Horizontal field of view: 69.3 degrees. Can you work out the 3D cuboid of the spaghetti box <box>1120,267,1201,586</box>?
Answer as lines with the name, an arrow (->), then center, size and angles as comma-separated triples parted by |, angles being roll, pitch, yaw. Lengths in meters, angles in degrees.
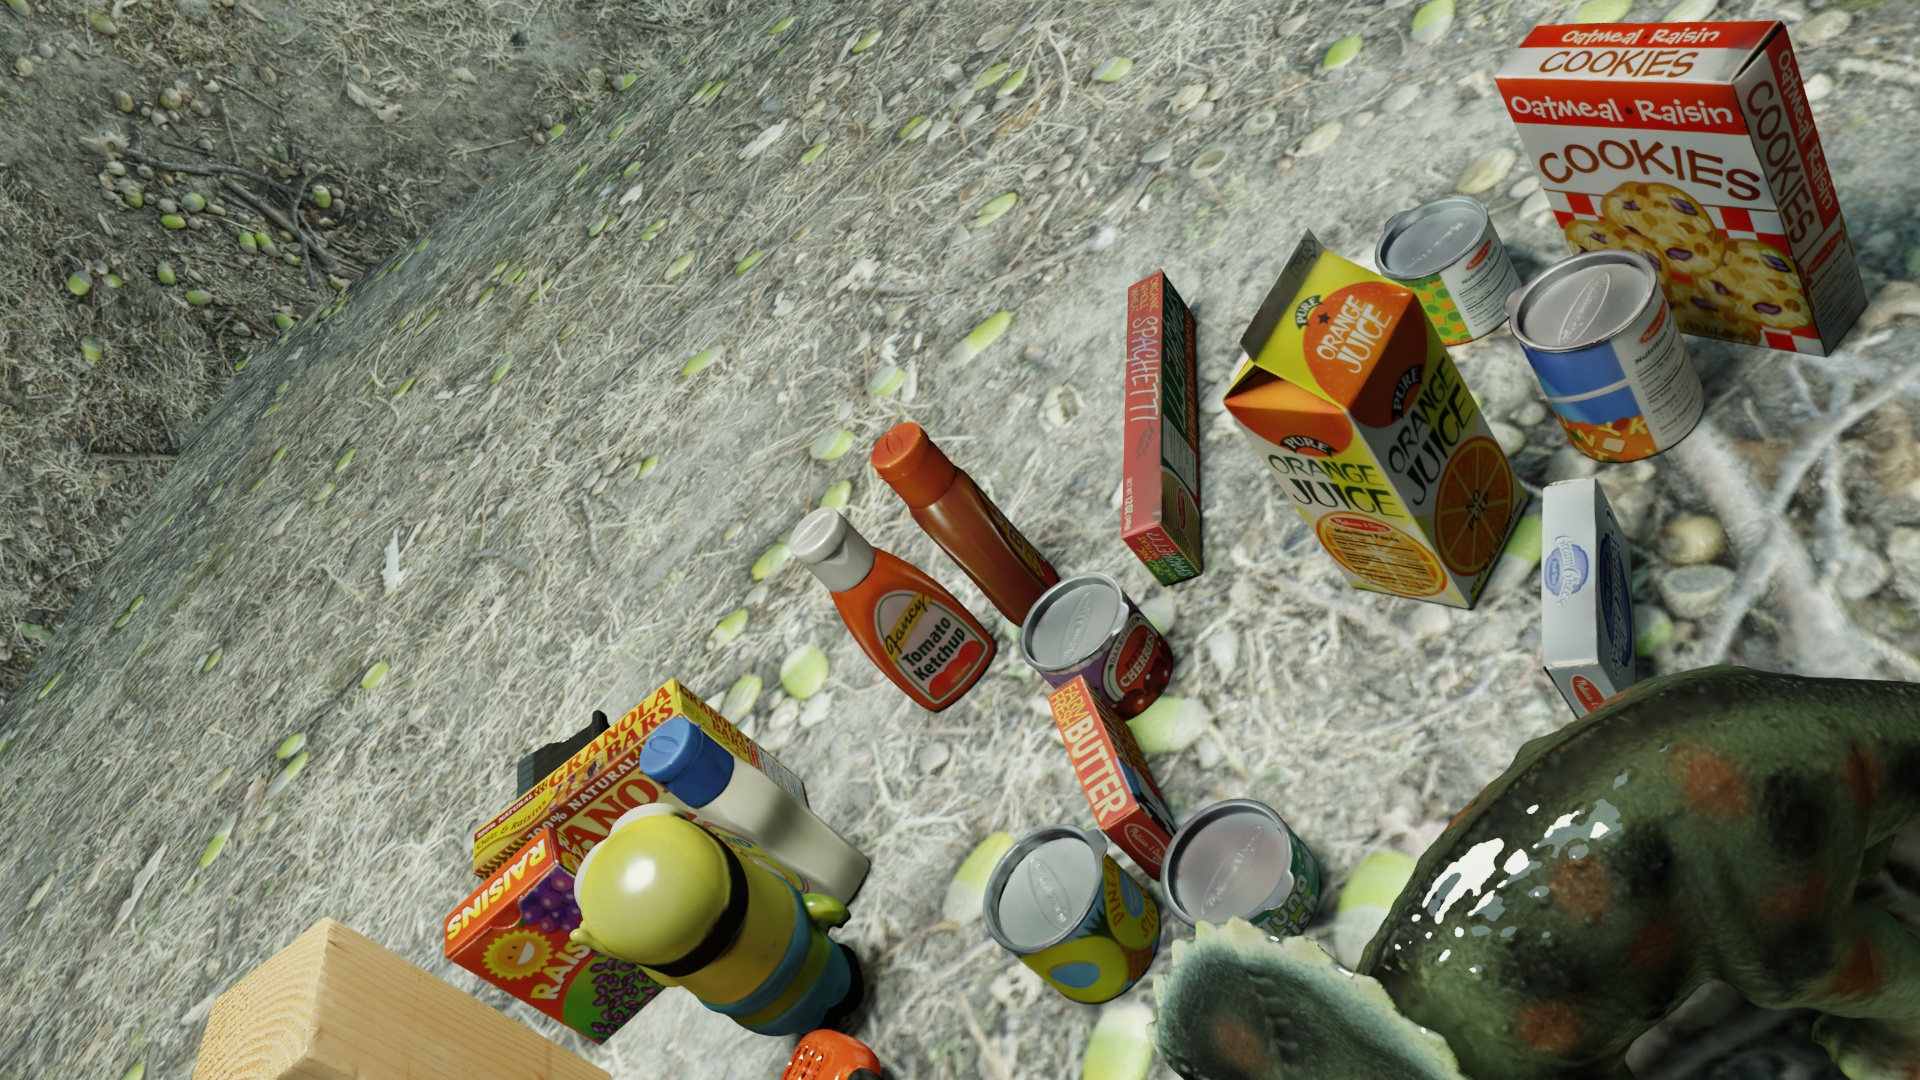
spaghetti box -> 0.128, -0.080, 0.883 | 0.028, 0.050, 0.251 | -23, 38, 28

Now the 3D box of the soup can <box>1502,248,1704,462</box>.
soup can -> 0.312, -0.089, 0.675 | 0.071, 0.083, 0.072 | -27, 37, 22

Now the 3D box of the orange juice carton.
orange juice carton -> 0.192, -0.055, 0.662 | 0.073, 0.192, 0.072 | 11, 60, 51

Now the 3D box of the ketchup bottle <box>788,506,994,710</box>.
ketchup bottle -> -0.044, 0.039, 0.837 | 0.065, 0.148, 0.043 | -47, 34, -6

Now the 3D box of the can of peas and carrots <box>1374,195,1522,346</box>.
can of peas and carrots -> 0.281, -0.156, 0.804 | 0.071, 0.058, 0.071 | -27, 37, 22

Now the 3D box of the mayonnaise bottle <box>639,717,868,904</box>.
mayonnaise bottle -> -0.118, 0.154, 0.785 | 0.064, 0.147, 0.041 | 2, 54, 47

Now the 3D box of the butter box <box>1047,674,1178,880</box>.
butter box -> 0.079, 0.119, 0.709 | 0.024, 0.053, 0.104 | -36, 34, 10

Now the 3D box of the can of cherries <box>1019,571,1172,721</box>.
can of cherries -> 0.077, 0.061, 0.771 | 0.071, 0.058, 0.072 | -27, 37, 22

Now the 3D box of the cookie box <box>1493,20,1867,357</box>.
cookie box -> 0.341, -0.167, 0.658 | 0.040, 0.167, 0.123 | -48, 34, -8

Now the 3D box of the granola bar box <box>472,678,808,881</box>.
granola bar box -> -0.197, 0.176, 0.863 | 0.165, 0.124, 0.039 | -38, 34, 8

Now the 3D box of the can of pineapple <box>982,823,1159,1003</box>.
can of pineapple -> 0.055, 0.178, 0.664 | 0.071, 0.057, 0.071 | -27, 37, 22

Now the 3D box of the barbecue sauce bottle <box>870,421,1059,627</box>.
barbecue sauce bottle -> 0.003, -0.011, 0.845 | 0.043, 0.148, 0.065 | -38, 34, 7

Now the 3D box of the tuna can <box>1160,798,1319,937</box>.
tuna can -> 0.130, 0.156, 0.635 | 0.071, 0.032, 0.071 | -27, 37, 22

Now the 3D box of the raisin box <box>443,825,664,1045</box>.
raisin box -> -0.231, 0.238, 0.830 | 0.086, 0.123, 0.040 | -42, 33, 2

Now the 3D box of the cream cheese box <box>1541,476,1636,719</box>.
cream cheese box -> 0.276, 0.028, 0.610 | 0.024, 0.053, 0.104 | -14, 43, 36
